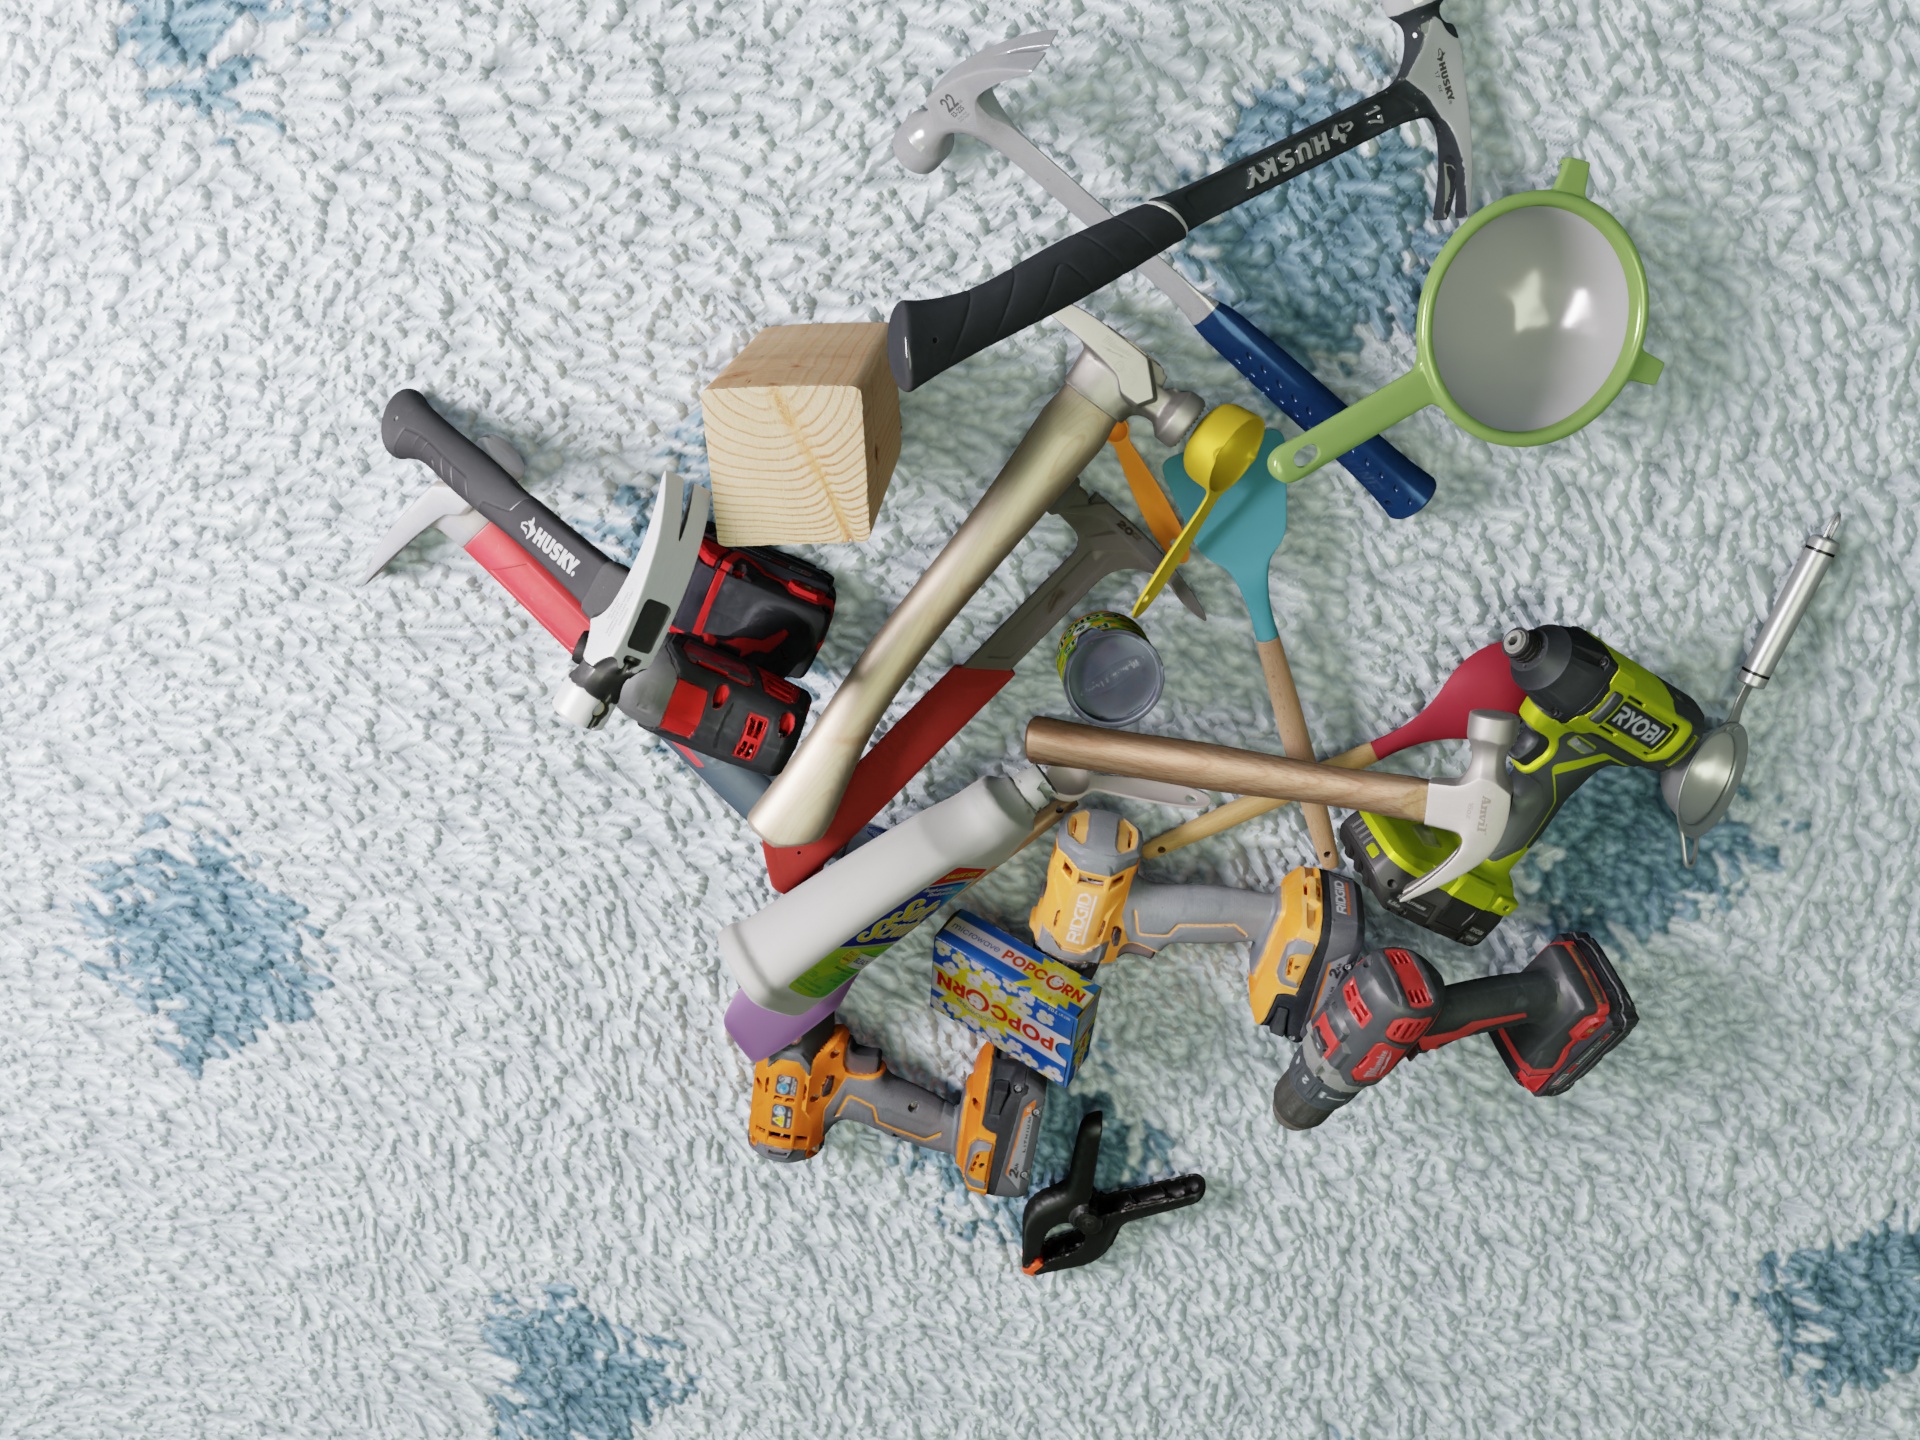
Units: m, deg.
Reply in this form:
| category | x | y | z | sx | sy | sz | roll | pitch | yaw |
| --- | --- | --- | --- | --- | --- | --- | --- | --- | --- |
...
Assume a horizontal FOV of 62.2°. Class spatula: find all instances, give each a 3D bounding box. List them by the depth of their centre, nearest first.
| category | x | y | z | sx | sy | sz | roll | pitch | yaw |
| --- | --- | --- | --- | --- | --- | --- | --- | --- | --- |
| spatula | 0.219 | -0.039 | 1.098 | 0.082 | 0.044 | 0.317 | -15 | 111 | 12 |
| spatula | -0.045 | 0.147 | 1.182 | 0.316 | 0.018 | 0.060 | -35 | 92 | 6 |

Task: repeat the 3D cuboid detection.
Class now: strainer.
| category | x | y | z | sx | sy | sz | roll | pitch | yaw |
| --- | --- | --- | --- | --- | --- | --- | --- | --- | --- |
| strainer | 0.295 | -0.221 | 0.985 | 0.256 | 0.069 | 0.151 | -30 | 109 | 0 |
| strainer | 0.539 | -0.023 | 1.091 | 0.086 | 0.050 | 0.258 | 5 | 113 | -41 |

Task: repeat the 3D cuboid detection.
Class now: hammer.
| category | x | y | z | sx | sy | sz | roll | pitch | yaw |
| --- | --- | --- | --- | --- | --- | --- | --- | --- | --- |
| hammer | 0.133 | -0.287 | 0.902 | 0.409 | 0.036 | 0.149 | -31 | 112 | -16 |
| hammer | -0.271 | -0.134 | 0.972 | 0.035 | 0.335 | 0.146 | 22 | 102 | -50 |
| hammer | 0.147 | -0.261 | 0.984 | 0.405 | 0.144 | 0.035 | 36 | 68 | -17 |
| hammer | -0.022 | -0.087 | 1.051 | 0.146 | 0.038 | 0.410 | 37 | 103 | -5 |
| hammer | 0.200 | 0.039 | 1.078 | 0.331 | 0.031 | 0.130 | 8 | 104 | 24 |
| hammer | -0.002 | -0.004 | 1.112 | 0.149 | 0.037 | 0.359 | 42 | 102 | -13 |
| hammer | -0.243 | -0.017 | 1.141 | 0.143 | 0.038 | 0.386 | -38 | 106 | 19 |

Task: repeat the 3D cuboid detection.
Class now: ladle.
| category | x | y | z | sx | sy | sz | roll | pitch | yaw |
| --- | --- | --- | --- | --- | --- | --- | --- | --- | --- |
| ladle | 0.272 | 0.031 | 1.139 | 0.315 | 0.031 | 0.069 | -26 | 113 | 16 |

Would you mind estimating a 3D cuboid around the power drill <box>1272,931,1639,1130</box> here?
| category | x | y | z | sx | sy | sz | roll | pitch | yaw |
| --- | --- | --- | --- | --- | --- | --- | --- | --- | --- |
| power drill | 0.343 | 0.230 | 1.141 | 0.226 | 0.080 | 0.187 | 0 | 138 | -22 |

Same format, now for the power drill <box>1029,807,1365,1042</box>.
| category | x | y | z | sx | sy | sz | roll | pitch | yaw |
| --- | --- | --- | --- | --- | --- | --- | --- | --- | --- |
| power drill | 0.162 | 0.169 | 1.173 | 0.226 | 0.084 | 0.185 | 13 | 125 | 1 |

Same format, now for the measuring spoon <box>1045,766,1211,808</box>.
| category | x | y | z | sx | sy | sz | roll | pitch | yaw |
| --- | --- | --- | --- | --- | --- | --- | --- | --- | --- |
| measuring spoon | 0.121 | 0.054 | 1.158 | 0.124 | 0.034 | 0.018 | 9 | 136 | -5 |

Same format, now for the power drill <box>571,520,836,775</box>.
| category | x | y | z | sx | sy | sz | roll | pitch | yaw |
| --- | --- | --- | --- | --- | --- | --- | --- | --- | --- |
| power drill | -0.158 | -0.049 | 1.022 | 0.143 | 0.220 | 0.078 | 22 | 113 | -7 |

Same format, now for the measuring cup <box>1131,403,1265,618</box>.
| category | x | y | z | sx | sy | sz | roll | pitch | yaw |
| --- | --- | --- | --- | --- | --- | --- | --- | --- | --- |
| measuring cup | 0.145 | -0.137 | 1.042 | 0.029 | 0.062 | 0.156 | 41 | 116 | 23 |

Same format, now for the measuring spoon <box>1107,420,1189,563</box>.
| category | x | y | z | sx | sy | sz | roll | pitch | yaw |
| --- | --- | --- | --- | --- | --- | --- | --- | --- | --- |
| measuring spoon | 0.127 | -0.156 | 1.075 | 0.021 | 0.011 | 0.116 | -18 | 115 | 30 |

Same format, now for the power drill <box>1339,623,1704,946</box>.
| category | x | y | z | sx | sy | sz | roll | pitch | yaw |
| --- | --- | --- | --- | --- | --- | --- | --- | --- | --- |
| power drill | 0.373 | 0.039 | 1.085 | 0.171 | 0.080 | 0.223 | 24 | 116 | -29 |

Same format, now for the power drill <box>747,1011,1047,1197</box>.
| category | x | y | z | sx | sy | sz | roll | pitch | yaw |
| --- | --- | --- | --- | --- | --- | --- | --- | --- | --- |
| power drill | -0.048 | 0.278 | 1.236 | 0.226 | 0.084 | 0.164 | 10 | 112 | 3 |
